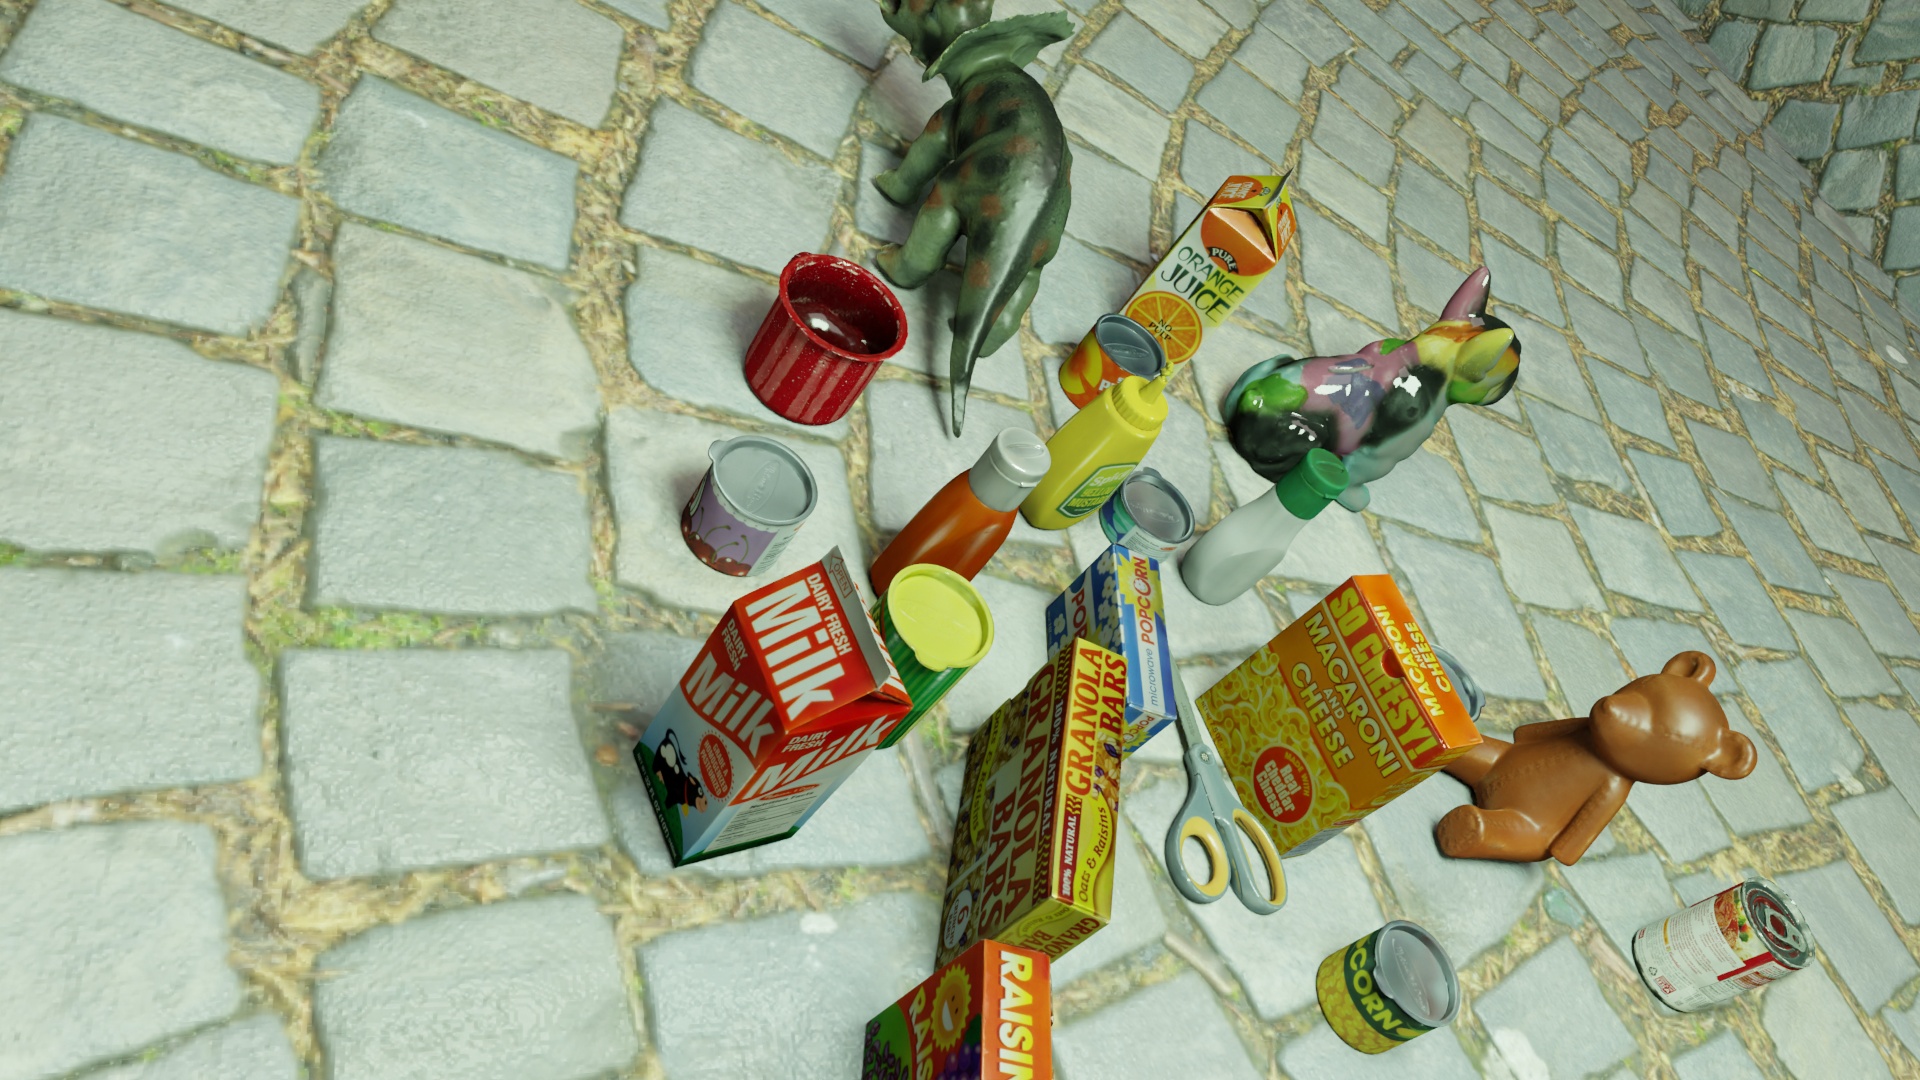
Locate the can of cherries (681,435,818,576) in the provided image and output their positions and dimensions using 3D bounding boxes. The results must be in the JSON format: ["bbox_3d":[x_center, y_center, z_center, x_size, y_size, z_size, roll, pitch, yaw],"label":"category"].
[{"bbox_3d":[-0.130,-0.022,0.837,0.071,0.058,0.072,19,47,-21],"label":"can of cherries"}]

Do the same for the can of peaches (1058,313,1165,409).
[{"bbox_3d":[0.121,-0.136,1.108,0.071,0.057,0.071,19,47,-21],"label":"can of peaches"}]

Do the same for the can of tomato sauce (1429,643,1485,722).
[{"bbox_3d":[0.328,0.125,1.019,0.071,0.082,0.071,19,47,-22],"label":"can of tomato sauce"}]

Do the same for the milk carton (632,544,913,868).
[{"bbox_3d":[-0.088,0.083,0.682,0.073,0.189,0.072,-6,60,-38],"label":"milk carton"}]

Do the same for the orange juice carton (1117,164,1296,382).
[{"bbox_3d":[0.209,-0.228,1.147,0.073,0.191,0.072,39,43,-2],"label":"orange juice carton"}]

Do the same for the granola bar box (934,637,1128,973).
[{"bbox_3d":[0.039,0.152,0.763,0.039,0.123,0.166,26,45,-16],"label":"granola bar box"}]

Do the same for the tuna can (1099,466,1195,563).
[{"bbox_3d":[0.139,-0.019,1.042,0.071,0.032,0.071,19,47,-21],"label":"tuna can"}]

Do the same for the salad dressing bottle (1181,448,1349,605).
[{"bbox_3d":[0.220,-0.009,1.006,0.064,0.147,0.044,6,52,-31],"label":"salad dressing bottle"}]

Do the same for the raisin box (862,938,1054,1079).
[{"bbox_3d":[-0.003,0.251,0.652,0.040,0.122,0.086,21,46,-20],"label":"raisin box"}]

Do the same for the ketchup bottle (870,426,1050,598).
[{"bbox_3d":[0.003,-0.011,0.855,0.065,0.148,0.044,-2,57,-36],"label":"ketchup bottle"}]

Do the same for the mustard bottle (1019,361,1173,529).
[{"bbox_3d":[0.099,-0.068,0.961,0.065,0.159,0.049,-8,61,-39],"label":"mustard bottle"}]

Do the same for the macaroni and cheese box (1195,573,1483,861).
[{"bbox_3d":[0.238,0.117,0.901,0.040,0.165,0.124,-1,57,-36],"label":"macaroni and cheese box"}]

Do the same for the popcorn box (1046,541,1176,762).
[{"bbox_3d":[0.094,0.077,0.892,0.038,0.084,0.127,19,47,-22],"label":"popcorn box"}]

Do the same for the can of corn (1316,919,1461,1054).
[{"bbox_3d":[0.264,0.279,0.864,0.071,0.058,0.071,19,47,-21],"label":"can of corn"}]

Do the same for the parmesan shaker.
[{"bbox_3d":[-0.035,0.070,0.795,0.071,0.102,0.072,19,47,-22],"label":"parmesan shaker"}]
